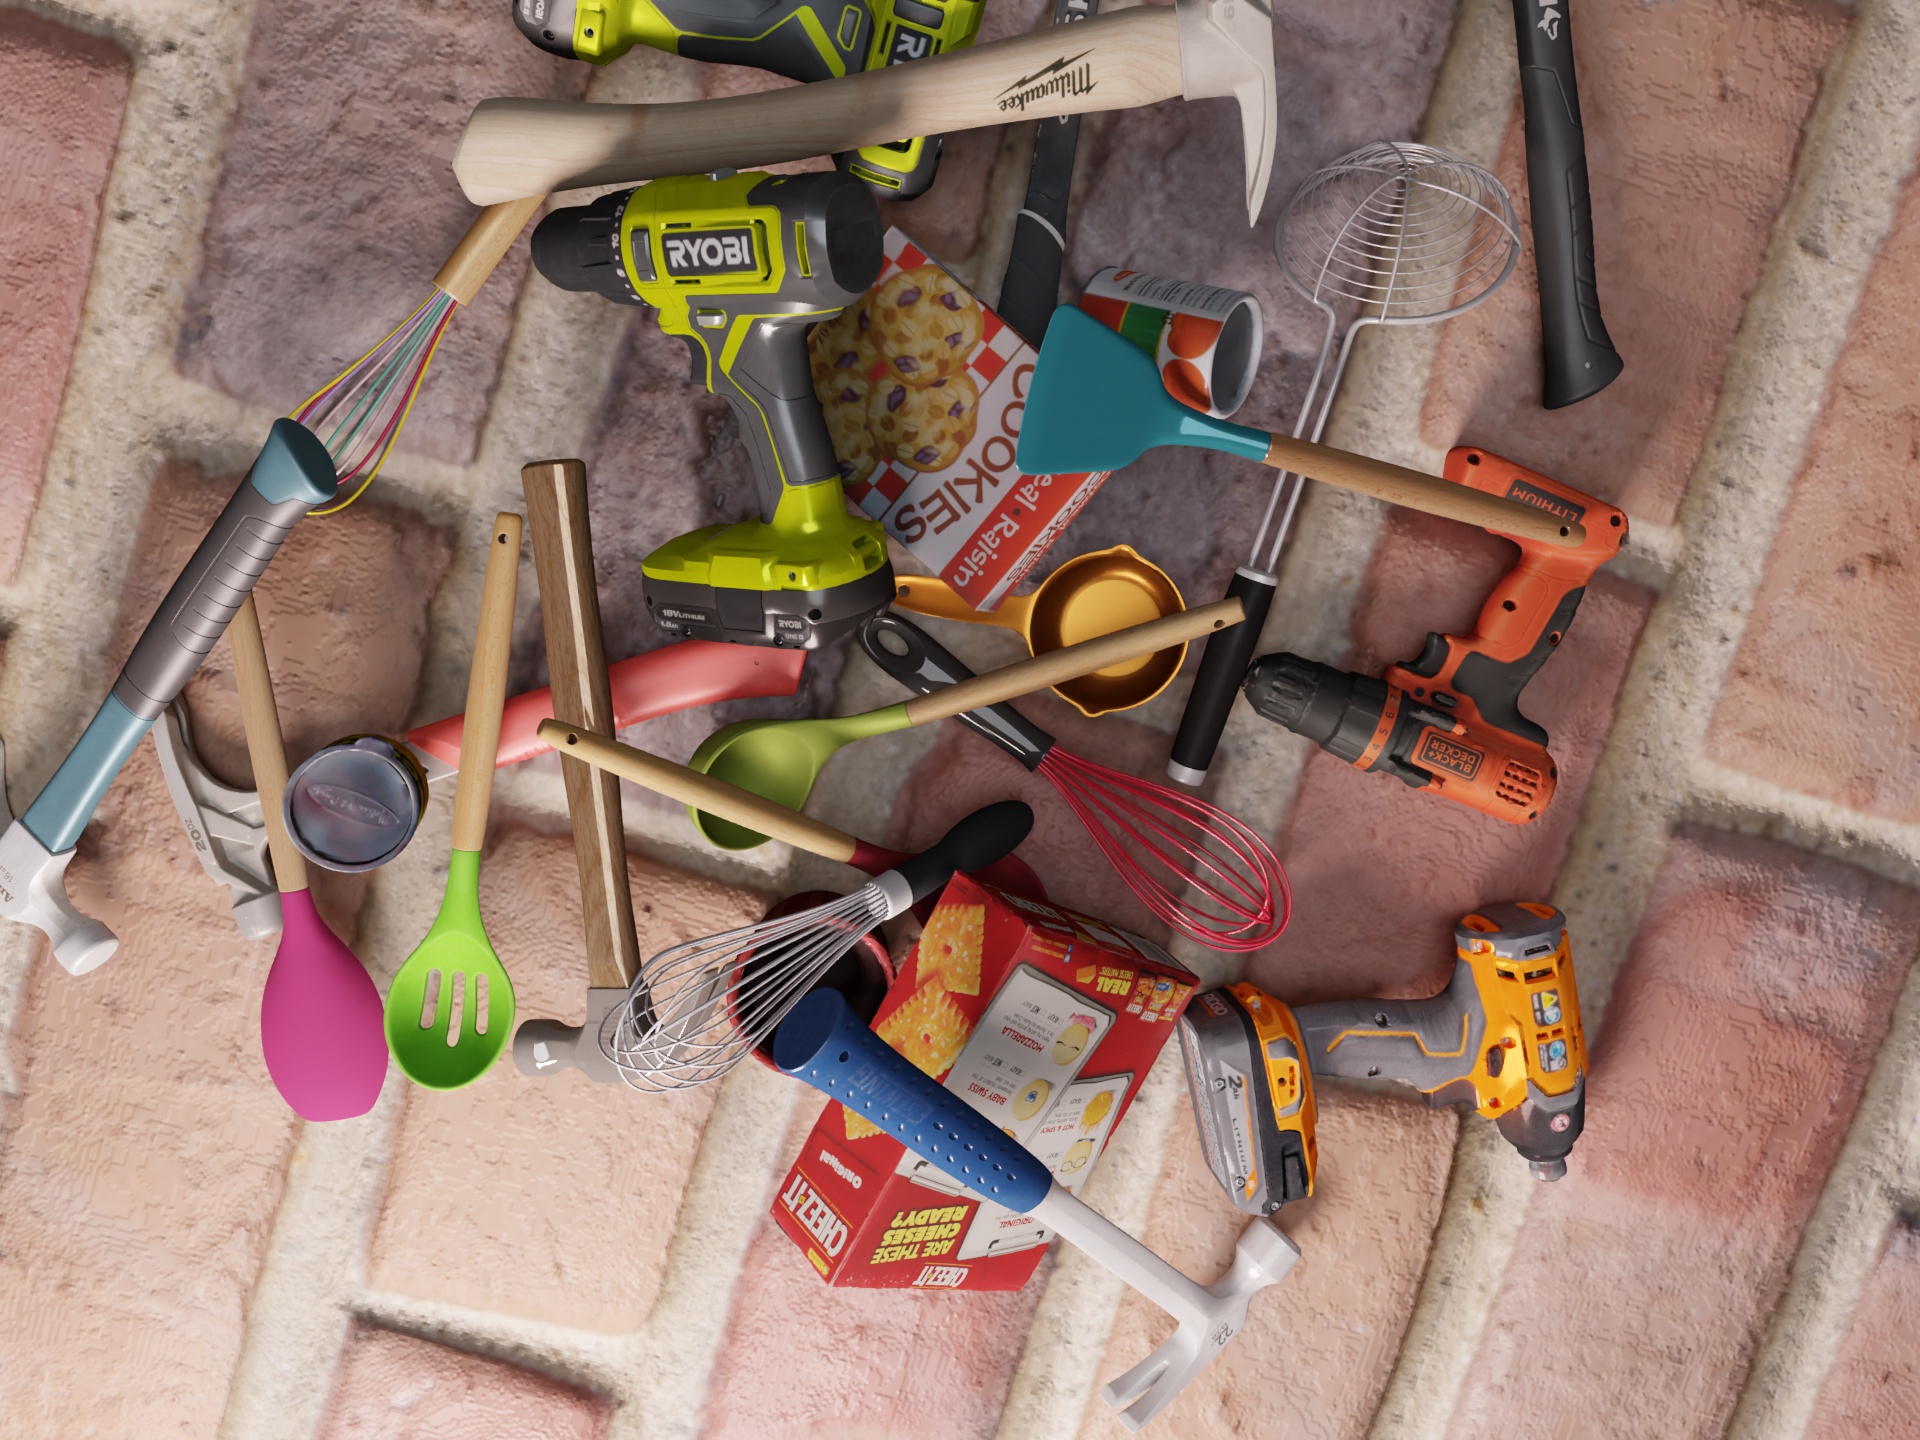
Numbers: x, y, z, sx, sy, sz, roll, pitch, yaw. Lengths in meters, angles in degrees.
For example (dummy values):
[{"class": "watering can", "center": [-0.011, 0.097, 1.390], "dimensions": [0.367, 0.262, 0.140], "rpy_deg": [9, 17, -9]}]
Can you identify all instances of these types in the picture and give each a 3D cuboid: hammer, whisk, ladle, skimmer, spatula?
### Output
[{"class": "hammer", "center": [0.041, 0.254, 0.827], "dimensions": [0.144, 0.035, 0.405], "rpy_deg": [-49, 128, -5]}, {"class": "whisk", "center": [0.063, 0.031, 0.896], "dimensions": [0.296, 0.073, 0.073], "rpy_deg": [36, 94, 0]}, {"class": "ladle", "center": [-0.001, -0.003, 0.851], "dimensions": [0.320, 0.062, 0.078], "rpy_deg": [-17, 137, 14]}, {"class": "hammer", "center": [-0.257, -0.002, 0.884], "dimensions": [0.359, 0.037, 0.149], "rpy_deg": [-18, 98, 0]}, {"class": "whisk", "center": [-0.290, -0.213, 0.852], "dimensions": [0.047, 0.051, 0.245], "rpy_deg": [37, 91, -1]}, {"class": "hammer", "center": [-0.194, 0.028, 0.843], "dimensions": [0.130, 0.031, 0.331], "rpy_deg": [-4, 94, 22]}, {"class": "skimmer", "center": [0.192, -0.138, 0.874], "dimensions": [0.127, 0.090, 0.363], "rpy_deg": [23, 104, 21]}, {"class": "ladle", "center": [-0.081, 0.062, 0.850], "dimensions": [0.315, 0.031, 0.069], "rpy_deg": [25, 78, -30]}, {"class": "whisk", "center": [-0.061, 0.103, 0.813], "dimensions": [0.284, 0.070, 0.070], "rpy_deg": [-28, 100, -39]}, {"class": "hammer", "center": [0.042, -0.287, 0.861], "dimensions": [0.149, 0.036, 0.409], "rpy_deg": [9, 97, -3]}, {"class": "spatula", "center": [0.181, -0.129, 0.805], "dimensions": [0.317, 0.044, 0.082], "rpy_deg": [13, 100, -12]}, {"class": "hammer", "center": [0.316, -0.339, 0.867], "dimensions": [0.146, 0.035, 0.334], "rpy_deg": [-9, 98, -2]}, {"class": "hammer", "center": [-0.051, -0.293, 0.790], "dimensions": [0.410, 0.038, 0.146], "rpy_deg": [-5, 129, 10]}, {"class": "hammer", "center": [-0.426, -0.019, 0.836], "dimensions": [0.128, 0.033, 0.331], "rpy_deg": [43, 107, 4]}]

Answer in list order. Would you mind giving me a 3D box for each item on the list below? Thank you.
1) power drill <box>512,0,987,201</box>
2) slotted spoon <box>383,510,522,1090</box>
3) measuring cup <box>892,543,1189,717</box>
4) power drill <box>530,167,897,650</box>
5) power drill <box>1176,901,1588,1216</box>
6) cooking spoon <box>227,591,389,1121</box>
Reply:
[{"class": "power drill", "center": [-0.098, -0.379, 0.796], "dimensions": [0.223, 0.080, 0.171], "rpy_deg": [18, 127, -4]}, {"class": "slotted spoon", "center": [-0.261, 0.044, 0.859], "dimensions": [0.070, 0.031, 0.314], "rpy_deg": [8, 96, -3]}, {"class": "measuring cup", "center": [0.043, -0.059, 0.887], "dimensions": [0.173, 0.052, 0.095], "rpy_deg": [12, 97, 11]}, {"class": "power drill", "center": [-0.123, -0.159, 0.808], "dimensions": [0.191, 0.080, 0.228], "rpy_deg": [7, 117, 28]}, {"class": "power drill", "center": [0.251, 0.208, 0.915], "dimensions": [0.226, 0.084, 0.164], "rpy_deg": [-13, 99, -5]}, {"class": "cooking spoon", "center": [-0.366, 0.067, 0.862], "dimensions": [0.068, 0.017, 0.319], "rpy_deg": [-8, 98, -4]}]
